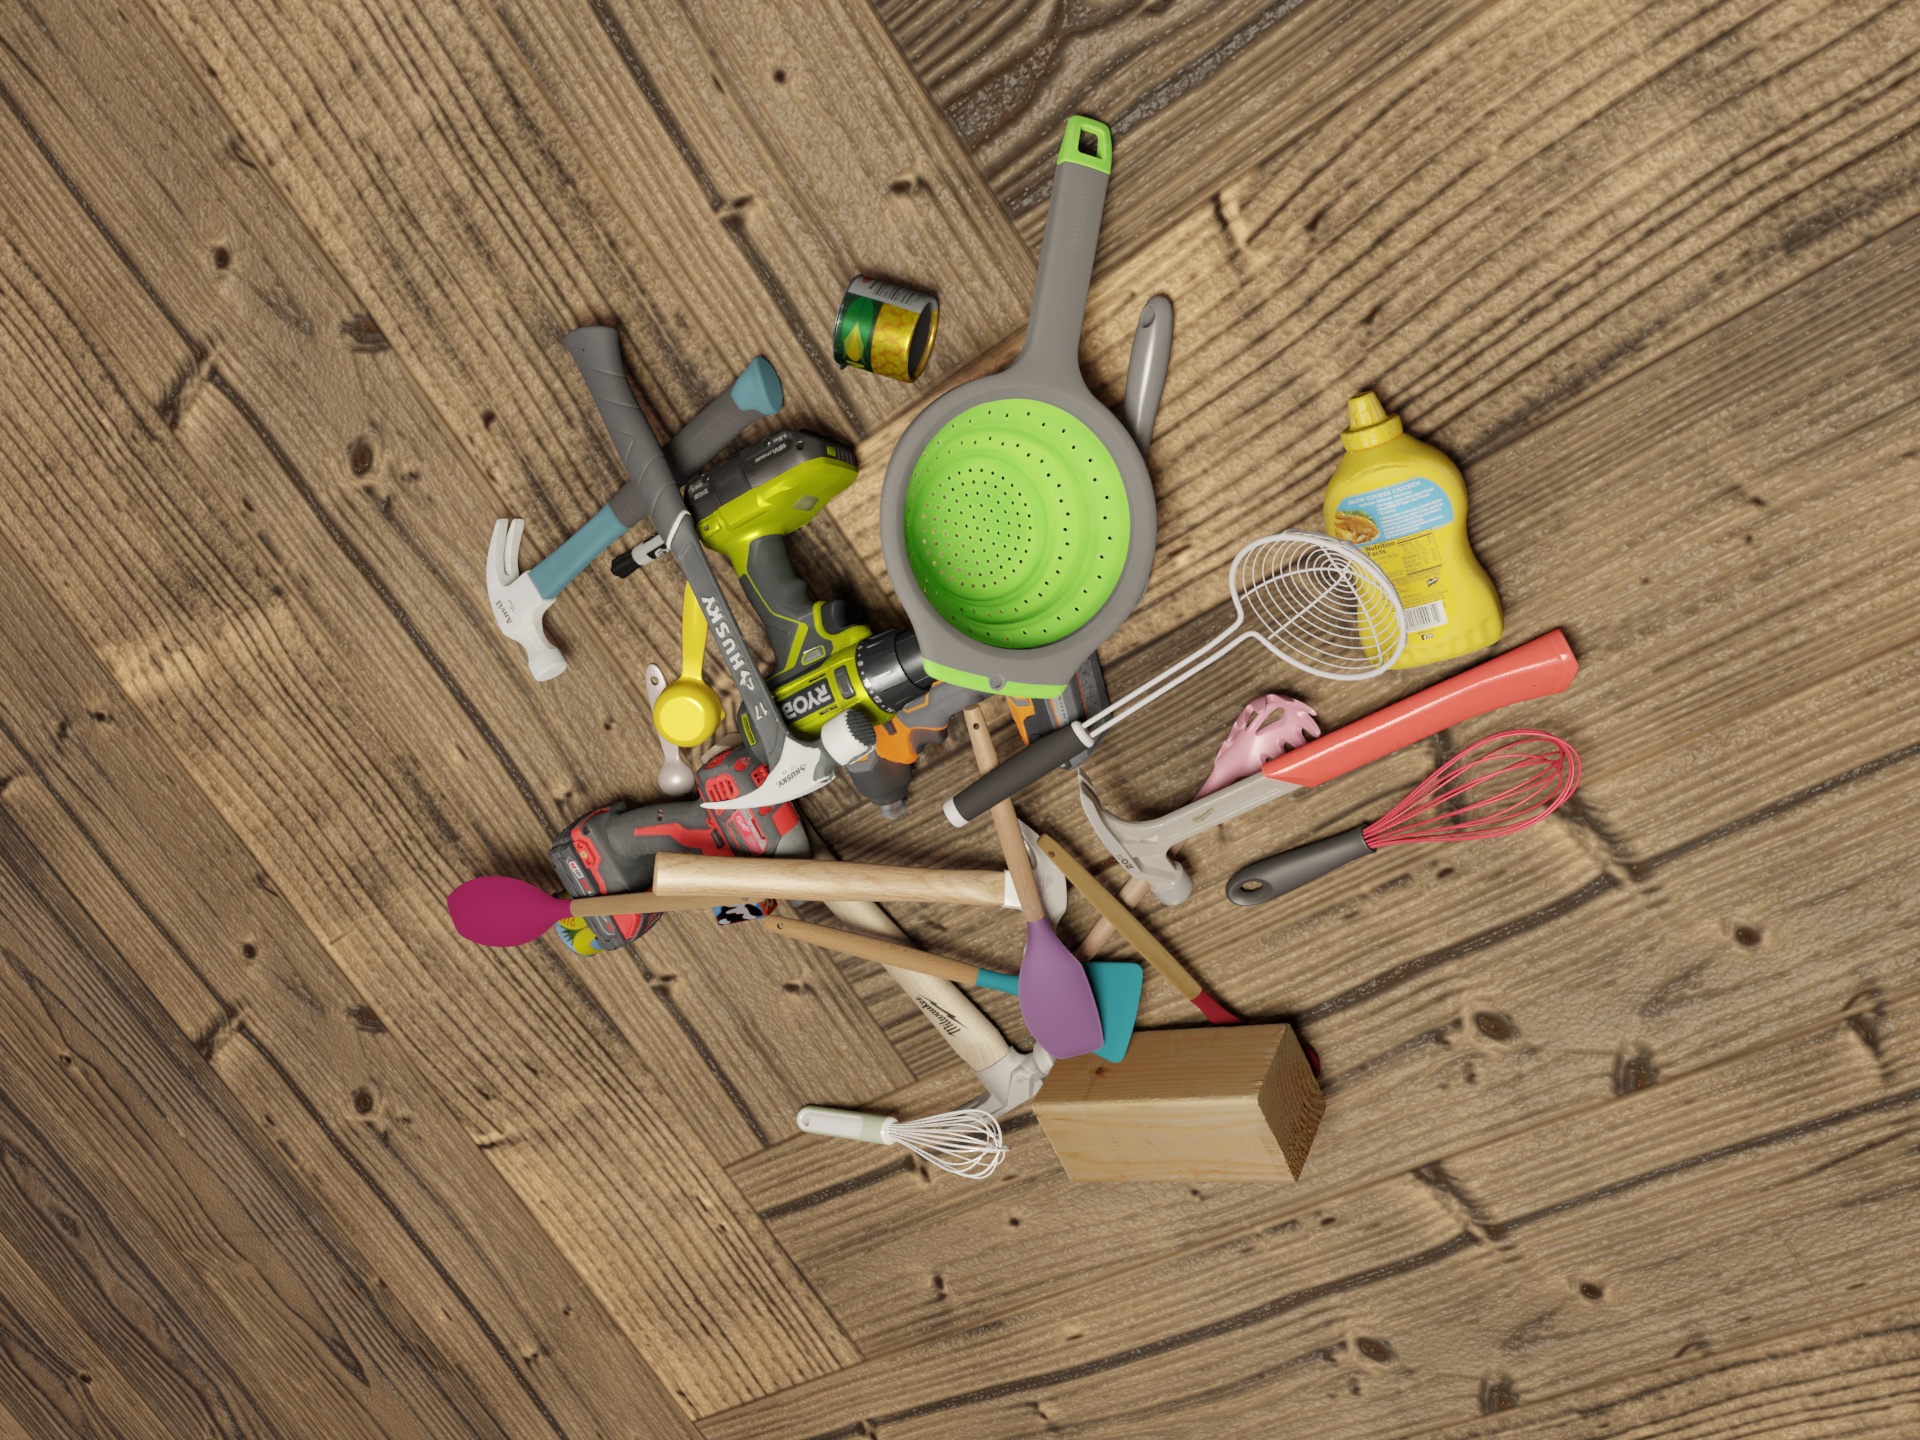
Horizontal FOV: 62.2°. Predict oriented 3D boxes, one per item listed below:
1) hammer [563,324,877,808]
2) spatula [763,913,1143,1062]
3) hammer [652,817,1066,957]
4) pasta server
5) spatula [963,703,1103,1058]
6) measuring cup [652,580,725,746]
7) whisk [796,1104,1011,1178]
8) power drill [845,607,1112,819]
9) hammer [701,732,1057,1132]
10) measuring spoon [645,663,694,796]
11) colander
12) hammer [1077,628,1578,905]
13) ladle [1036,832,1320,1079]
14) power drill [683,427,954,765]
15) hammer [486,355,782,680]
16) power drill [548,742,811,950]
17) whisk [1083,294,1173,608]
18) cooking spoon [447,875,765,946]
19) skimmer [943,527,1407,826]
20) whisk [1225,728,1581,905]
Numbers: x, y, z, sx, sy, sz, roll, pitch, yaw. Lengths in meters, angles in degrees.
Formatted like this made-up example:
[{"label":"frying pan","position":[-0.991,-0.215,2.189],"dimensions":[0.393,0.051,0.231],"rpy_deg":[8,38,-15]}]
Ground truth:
[{"label":"hammer","position":[-0.205,-0.122,1.190],"dimensions":[0.149,0.036,0.409],"rpy_deg":[-33,76,28]},{"label":"spatula","position":[-0.011,0.205,1.322],"dimensions":[0.317,0.044,0.082],"rpy_deg":[14,85,2]},{"label":"hammer","position":[-0.078,0.127,1.275],"dimensions":[0.331,0.031,0.130],"rpy_deg":[4,81,-9]},{"label":"pasta server","position":[0.174,0.093,1.256],"dimensions":[0.060,0.040,0.316],"rpy_deg":[21,122,-20]},{"label":"spatula","position":[0.049,0.132,1.240],"dimensions":[0.060,0.018,0.315],"rpy_deg":[-14,110,6]},{"label":"measuring cup","position":[-0.227,-0.050,1.332],"dimensions":[0.062,0.029,0.156],"rpy_deg":[8,112,2]},{"label":"whisk","position":[-0.057,0.366,1.413],"dimensions":[0.246,0.059,0.058],"rpy_deg":[-4,76,40]},{"label":"power drill","position":[-0.002,-0.004,1.253],"dimensions":[0.226,0.084,0.164],"rpy_deg":[-7,110,25]},{"label":"hammer","position":[-0.085,0.182,1.382],"dimensions":[0.146,0.038,0.410],"rpy_deg":[-38,96,29]},{"label":"measuring spoon","position":[-0.258,0.011,1.378],"dimensions":[0.034,0.018,0.124],"rpy_deg":[-2,110,19]},{"label":"colander","position":[0.042,-0.217,1.119],"dimensions":[0.204,0.094,0.397],"rpy_deg":[10,91,-21]},{"label":"hammer","position":[0.268,0.020,1.161],"dimensions":[0.359,0.037,0.149],"rpy_deg":[-27,126,19]},{"label":"ladle","position":[0.174,0.202,1.289],"dimensions":[0.315,0.031,0.069],"rpy_deg":[45,123,-9]},{"label":"power drill","position":[-0.104,-0.099,1.199],"dimensions":[0.190,0.080,0.229],"rpy_deg":[-25,78,24]},{"label":"hammer","position":[-0.265,-0.174,1.284],"dimensions":[0.331,0.033,0.128],"rpy_deg":[-36,82,24]},{"label":"power drill","position":[-0.228,0.114,1.349],"dimensions":[0.219,0.078,0.143],"rpy_deg":[-21,103,28]},{"label":"whisk","position":[0.125,-0.186,1.152],"dimensions":[0.055,0.055,0.238],"rpy_deg":[13,111,13]},{"label":"cooking spoon","position":[-0.305,0.156,1.342],"dimensions":[0.319,0.017,0.068],"rpy_deg":[-7,108,22]},{"label":"skimmer","position":[0.136,-0.010,1.115],"dimensions":[0.363,0.090,0.127],"rpy_deg":[-33,111,18]},{"label":"whisk","position":[0.323,0.081,1.193],"dimensions":[0.296,0.073,0.073],"rpy_deg":[-29,101,33]}]
